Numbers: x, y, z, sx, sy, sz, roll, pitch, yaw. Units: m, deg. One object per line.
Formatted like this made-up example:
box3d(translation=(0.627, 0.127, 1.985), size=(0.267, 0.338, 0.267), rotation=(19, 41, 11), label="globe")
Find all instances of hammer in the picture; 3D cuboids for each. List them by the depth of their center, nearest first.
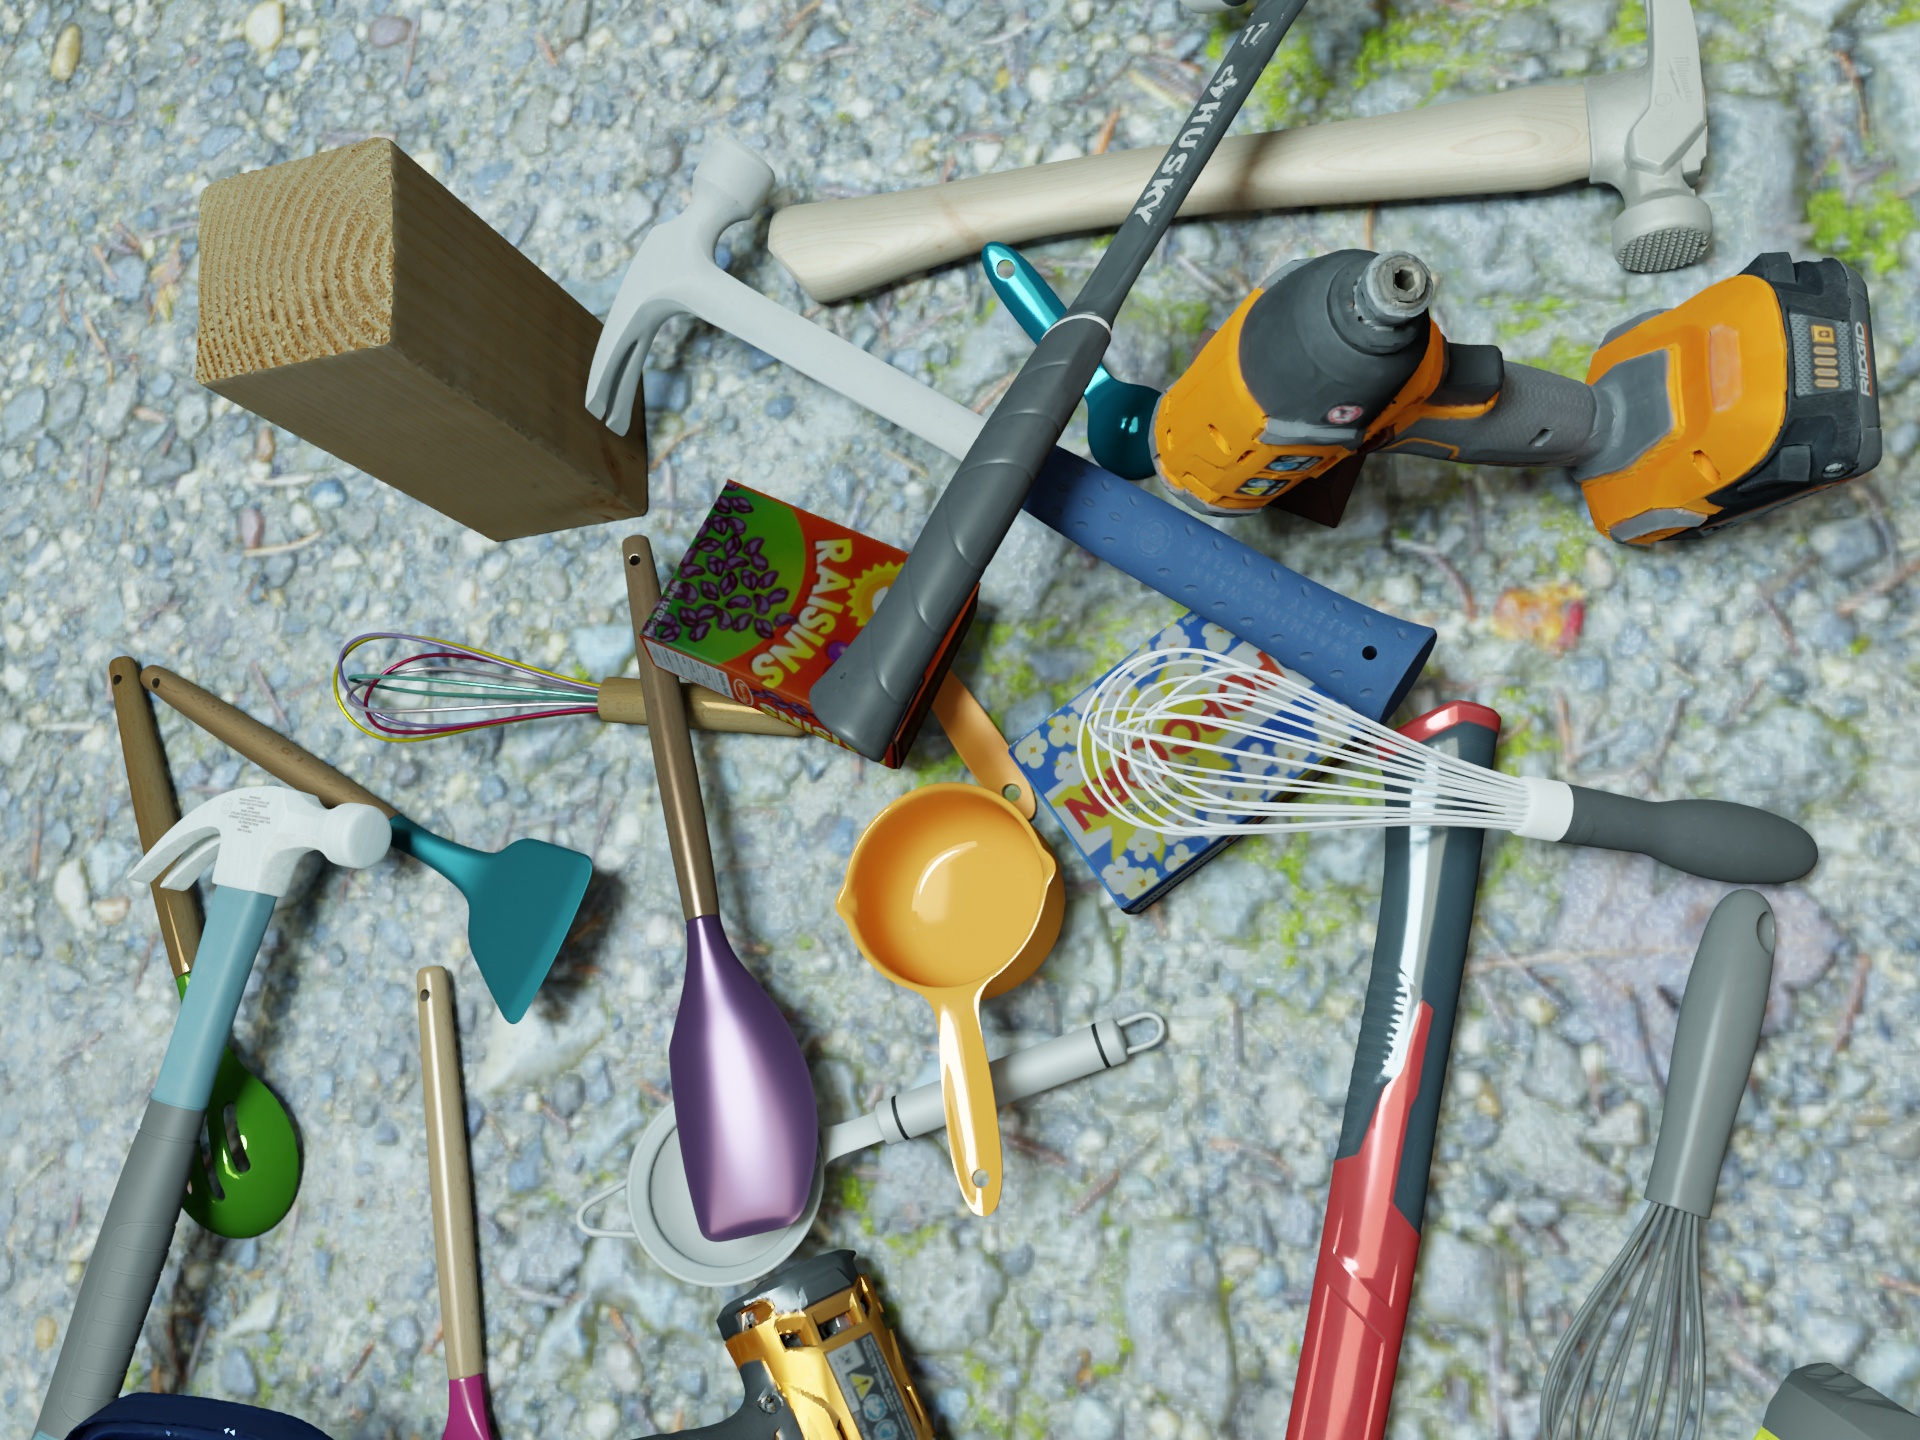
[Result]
box3d(translation=(0.174, 0.184, 0.605), size=(0.143, 0.038, 0.386), rotation=(10, 82, 18), label="hammer")
box3d(translation=(0.059, -0.163, 0.621), size=(0.149, 0.036, 0.409), rotation=(16, 72, 50), label="hammer")
box3d(translation=(0.008, -0.112, 0.678), size=(0.406, 0.035, 0.144), rotation=(33, 89, 21), label="hammer")
box3d(translation=(0.108, -0.252, 0.715), size=(0.410, 0.038, 0.146), rotation=(-3, 77, 17), label="hammer")
box3d(translation=(-0.363, 0.190, 0.731), size=(0.128, 0.033, 0.331), rotation=(8, 77, 26), label="hammer")

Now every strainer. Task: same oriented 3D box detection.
box3d(translation=(-0.035, 0.173, 0.671), size=(0.258, 0.050, 0.087), rotation=(-21, 61, 6), label="strainer")

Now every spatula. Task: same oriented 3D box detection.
box3d(translation=(-0.114, 0.061, 0.693), size=(0.060, 0.018, 0.316), rotation=(-15, 72, 2), label="spatula")
box3d(translation=(-0.303, 0.039, 0.779), size=(0.318, 0.044, 0.082), rotation=(26, 91, 21), label="spatula")

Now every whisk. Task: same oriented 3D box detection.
box3d(translation=(0.257, 0.174, 0.577), size=(0.055, 0.055, 0.239), rotation=(15, 79, 19), label="whisk")
box3d(translation=(0.182, 0.028, 0.584), size=(0.284, 0.070, 0.070), rotation=(11, 82, -6), label="whisk")
box3d(translation=(-0.188, -0.008, 0.755), size=(0.245, 0.051, 0.047), rotation=(4, 70, 13), label="whisk")

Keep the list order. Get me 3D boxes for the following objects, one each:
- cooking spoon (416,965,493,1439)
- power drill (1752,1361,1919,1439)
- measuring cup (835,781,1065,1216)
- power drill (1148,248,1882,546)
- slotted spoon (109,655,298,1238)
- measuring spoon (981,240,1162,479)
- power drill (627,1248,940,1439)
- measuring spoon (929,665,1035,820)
box3d(translation=(-0.226, 0.270, 0.722), size=(0.069, 0.017, 0.319), rotation=(-15, 75, 20), label="cooking spoon")
box3d(translation=(0.284, 0.348, 0.504), size=(0.190, 0.080, 0.228), rotation=(35, 87, 11), label="power drill")
box3d(translation=(0.005, 0.114, 0.657), size=(0.095, 0.052, 0.174), rotation=(-12, 71, 15), label="measuring cup")
box3d(translation=(0.196, -0.117, 0.558), size=(0.226, 0.164, 0.084), rotation=(1, 82, -9), label="power drill")
box3d(translation=(-0.396, 0.106, 0.804), size=(0.070, 0.031, 0.314), rotation=(-24, 71, 6), label="slotted spoon")
box3d(translation=(0.049, -0.162, 0.703), size=(0.042, 0.021, 0.128), rotation=(-38, 88, 12), label="measuring spoon")
box3d(translation=(-0.092, 0.318, 0.577), size=(0.084, 0.226, 0.185), rotation=(-46, 65, 43), label="power drill")
box3d(translation=(-0.001, -0.002, 0.713), size=(0.021, 0.011, 0.117), rotation=(-31, 74, -11), label="measuring spoon")
